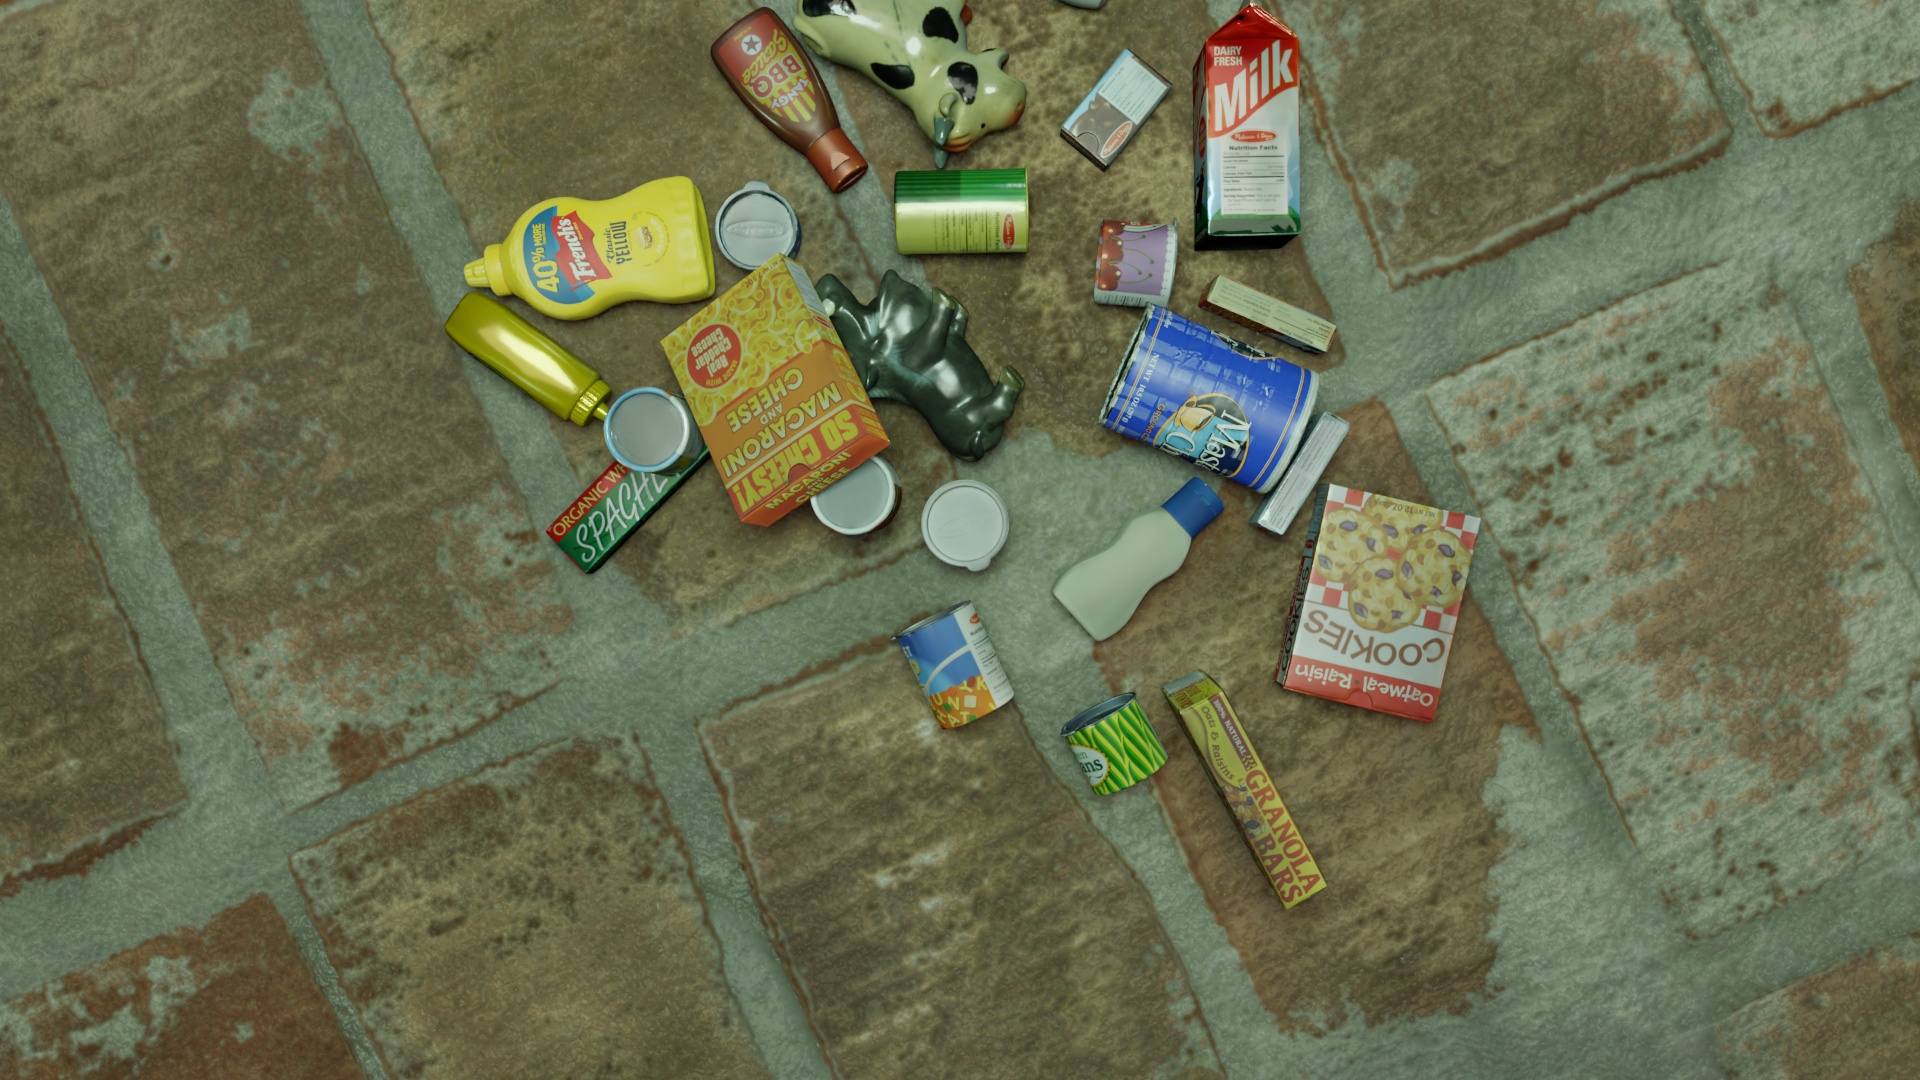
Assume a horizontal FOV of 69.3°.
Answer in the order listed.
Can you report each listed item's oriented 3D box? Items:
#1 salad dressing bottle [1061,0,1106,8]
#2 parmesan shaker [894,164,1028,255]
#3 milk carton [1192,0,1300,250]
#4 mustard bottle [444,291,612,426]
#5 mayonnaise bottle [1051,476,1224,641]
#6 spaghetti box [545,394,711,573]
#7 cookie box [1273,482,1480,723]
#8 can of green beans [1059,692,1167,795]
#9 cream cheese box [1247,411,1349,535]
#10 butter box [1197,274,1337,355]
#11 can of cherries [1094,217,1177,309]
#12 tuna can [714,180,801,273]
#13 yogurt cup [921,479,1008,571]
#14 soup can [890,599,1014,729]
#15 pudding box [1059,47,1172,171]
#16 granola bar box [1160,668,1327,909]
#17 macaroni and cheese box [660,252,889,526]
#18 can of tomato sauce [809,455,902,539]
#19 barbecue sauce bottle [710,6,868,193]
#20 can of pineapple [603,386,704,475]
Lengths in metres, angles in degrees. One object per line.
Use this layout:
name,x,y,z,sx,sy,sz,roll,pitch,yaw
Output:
salad dressing bottle,0.060,-0.480,1.100,0.148,0.044,0.064,34,93,1
parmesan shaker,0.001,-0.261,1.091,0.103,0.071,0.071,0,91,1
milk carton,0.222,-0.328,1.086,0.073,0.072,0.190,-1,92,1
mustard bottle,-0.329,-0.134,1.101,0.160,0.065,0.049,36,88,-5
mayonnaise bottle,0.145,0.011,1.108,0.148,0.041,0.065,-42,92,0
spaghetti box,-0.228,-0.075,1.117,0.250,0.028,0.050,-45,89,1
cookie box,0.330,0.049,1.106,0.123,0.040,0.167,13,91,0
can of green beans,0.122,0.161,1.097,0.071,0.071,0.058,-27,91,1
cream cheese box,0.267,-0.052,1.099,0.024,0.053,0.104,31,91,2
butter box,0.242,-0.178,1.097,0.103,0.053,0.024,23,95,1
can of cherries,0.137,-0.220,1.091,0.058,0.071,0.071,5,91,2
tuna can,-0.161,-0.249,1.111,0.071,0.033,0.071,0,91,1
yogurt cup,0.004,-0.014,1.102,0.072,0.054,0.072,0,91,1
soup can,-0.006,0.099,1.099,0.071,0.071,0.083,-25,91,1
pudding box,0.123,-0.343,1.107,0.049,0.030,0.083,39,91,-1
granola bar box,0.216,0.185,1.068,0.039,0.124,0.165,-28,91,3
macaroni and cheese box,-0.143,-0.113,1.048,0.123,0.040,0.167,-33,70,18
can of tomato sauce,-0.082,-0.036,1.088,0.071,0.083,0.071,0,91,1
barbecue sauce bottle,-0.131,-0.346,1.104,0.065,0.043,0.148,-37,91,0
can of pineapple,-0.238,-0.084,1.072,0.071,0.058,0.071,0,90,2
